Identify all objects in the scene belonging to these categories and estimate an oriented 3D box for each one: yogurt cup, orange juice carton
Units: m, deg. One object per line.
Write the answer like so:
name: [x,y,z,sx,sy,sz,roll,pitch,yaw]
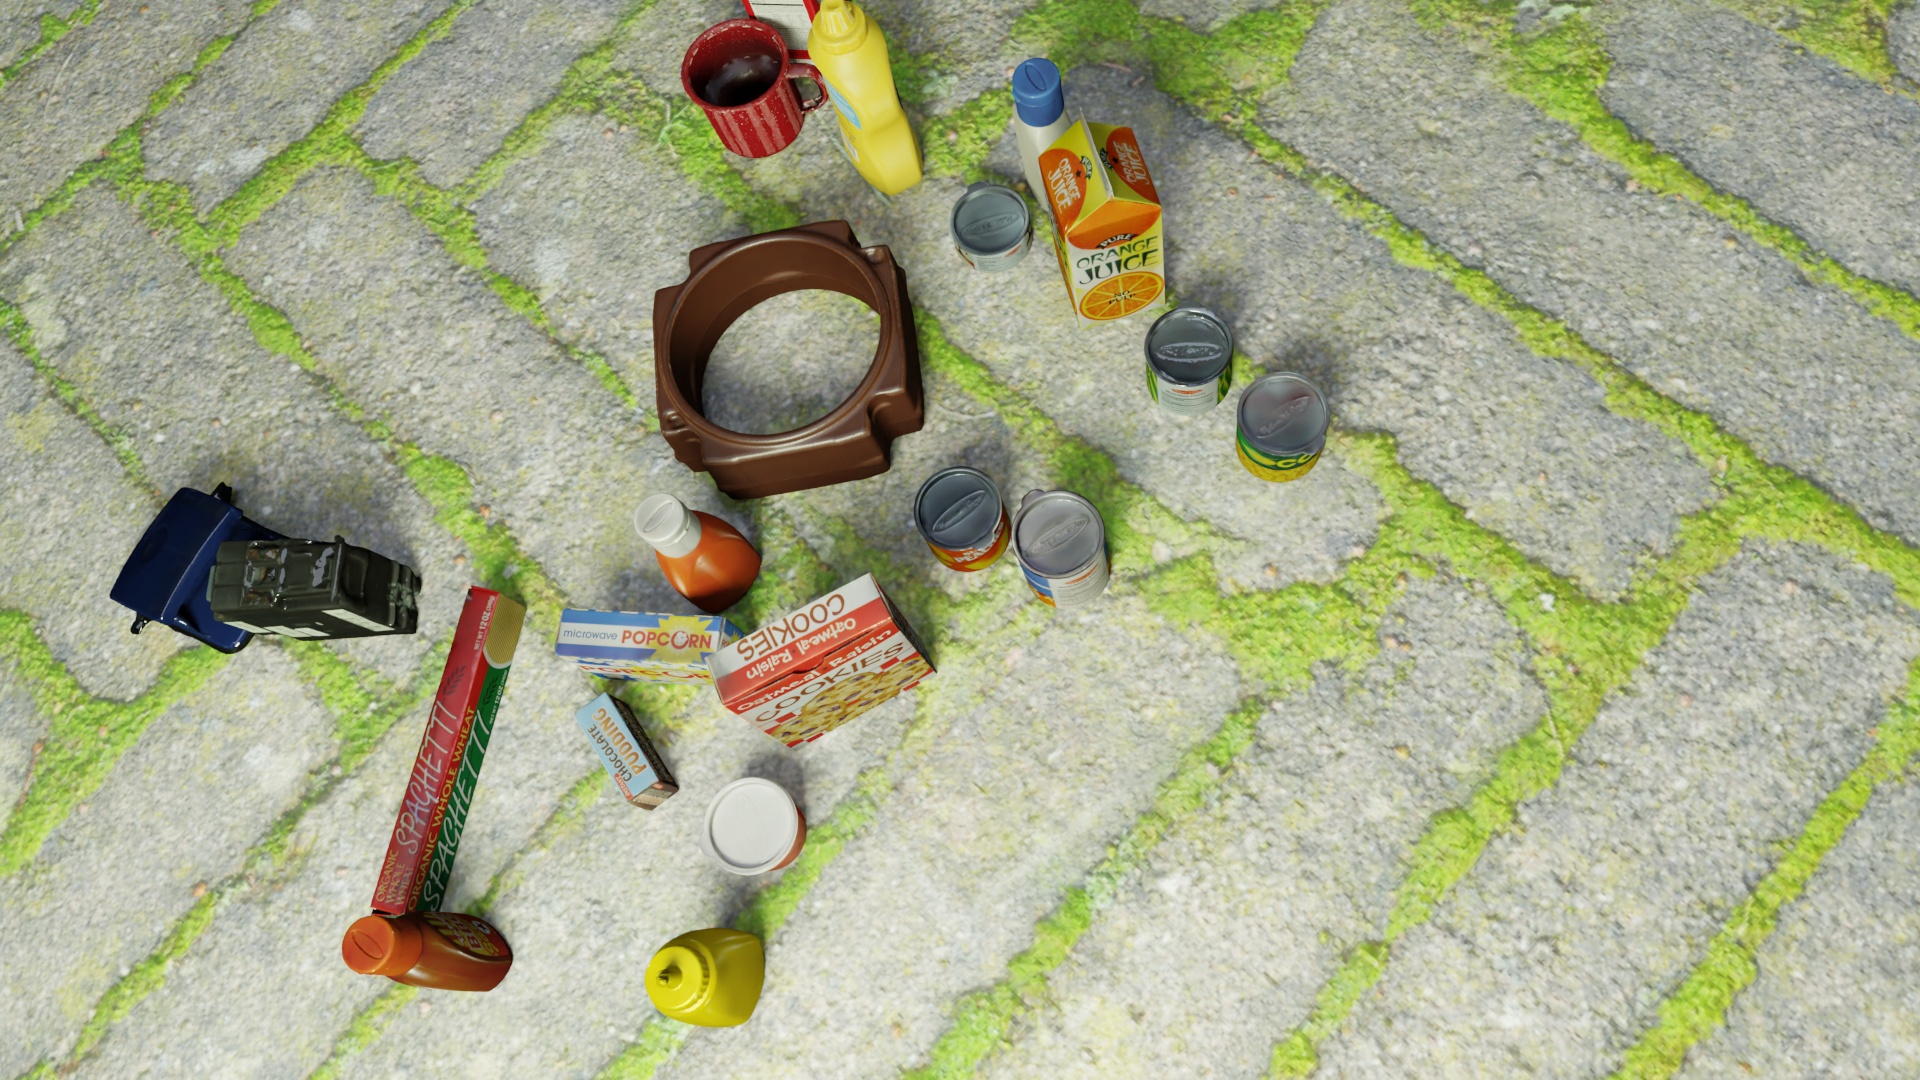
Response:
yogurt cup: [-0.143,0.207,0.994,0.072,0.053,0.072,-3,71,8]
orange juice carton: [0.106,-0.238,1.032,0.073,0.192,0.072,-17,70,4]

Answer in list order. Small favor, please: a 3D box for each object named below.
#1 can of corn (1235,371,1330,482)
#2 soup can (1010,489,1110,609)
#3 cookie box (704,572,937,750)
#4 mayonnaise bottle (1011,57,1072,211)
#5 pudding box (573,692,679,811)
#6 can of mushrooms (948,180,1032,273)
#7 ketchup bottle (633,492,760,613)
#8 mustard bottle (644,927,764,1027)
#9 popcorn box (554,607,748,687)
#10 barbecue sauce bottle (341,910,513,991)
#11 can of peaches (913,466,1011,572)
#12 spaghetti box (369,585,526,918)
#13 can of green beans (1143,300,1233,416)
can of corn: [0.239,-0.081,1.028,0.071,0.058,0.071,-3,71,8]
soup can: [0.073,0.006,1.012,0.071,0.083,0.071,-3,71,8]
cookie box: [-0.091,0.089,0.965,0.123,0.167,0.040,-28,70,-1]
mayonnaise bottle: [0.067,-0.318,1.090,0.041,0.147,0.065,-28,70,-1]
pudding box: [-0.248,0.157,1.030,0.030,0.049,0.084,-36,70,-3]
can of mushrooms: [0.025,-0.256,1.137,0.071,0.033,0.071,-3,71,8]
ketchup bottle: [-0.195,0.007,1.020,0.043,0.148,0.065,38,81,19]
mustard bottle: [-0.172,0.287,0.914,0.049,0.160,0.065,2,72,10]
popcorn box: [-0.224,0.081,1.034,0.127,0.085,0.038,3,72,10]
barbecue sauce bottle: [-0.367,0.281,0.954,0.065,0.148,0.044,33,80,18]
can of peaches: [0.004,-0.013,1.043,0.071,0.058,0.071,-3,71,8]
spaghetti box: [-0.385,0.160,1.051,0.029,0.050,0.251,8,73,12]
can of green beans: [0.174,-0.135,1.058,0.071,0.057,0.071,-3,71,8]
